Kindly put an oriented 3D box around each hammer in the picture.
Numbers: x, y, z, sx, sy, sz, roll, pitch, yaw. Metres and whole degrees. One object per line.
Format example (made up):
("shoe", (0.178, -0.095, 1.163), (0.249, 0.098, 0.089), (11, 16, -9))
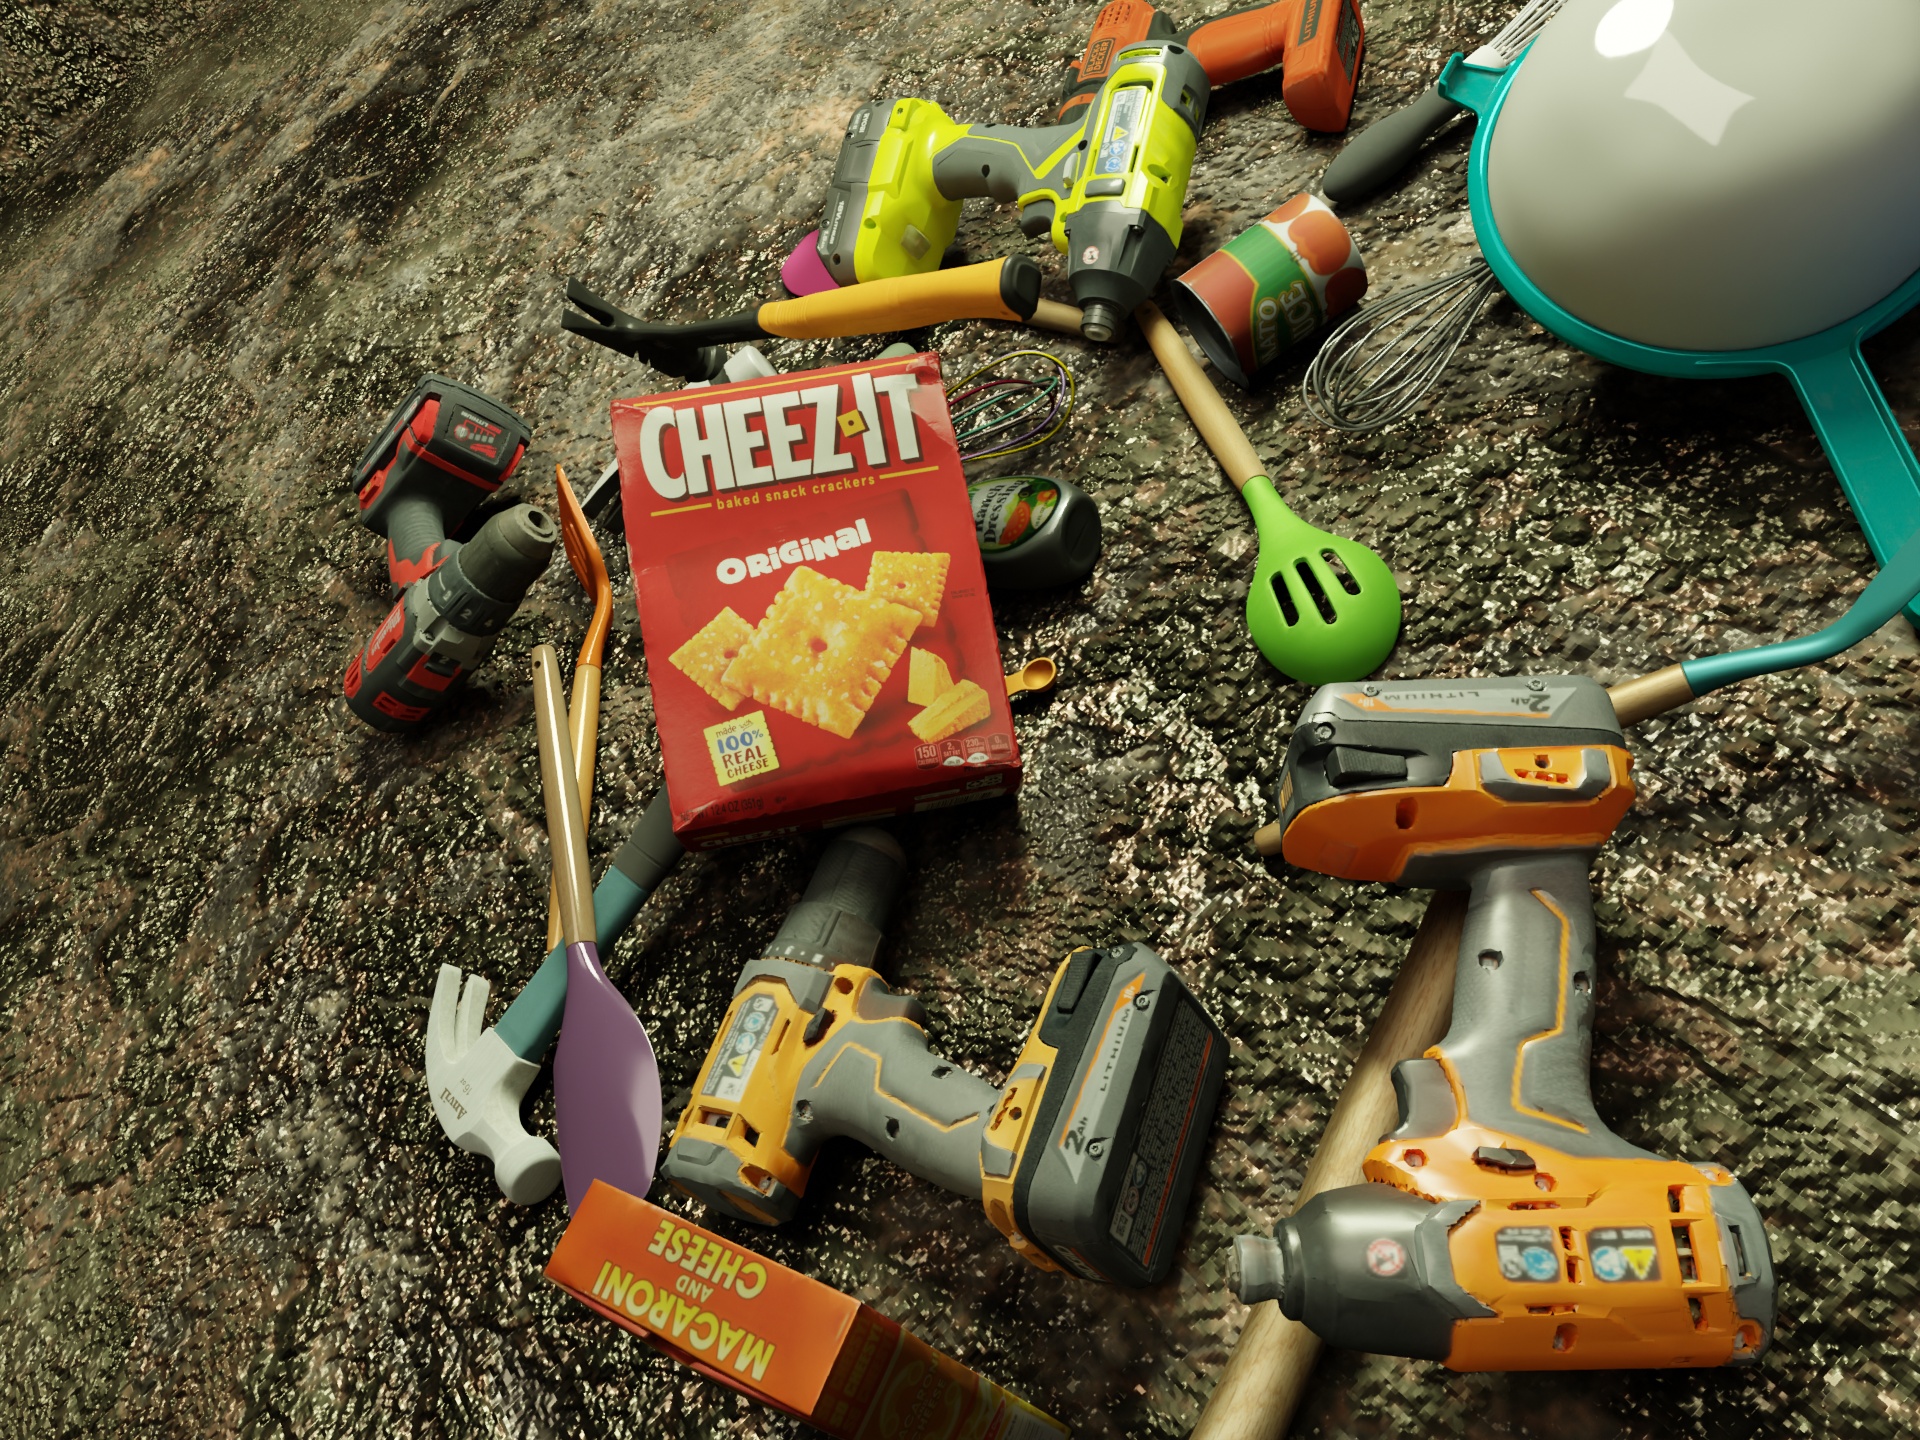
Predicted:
("hammer", (-0.157, 0.069, 0.804), (0.128, 0.033, 0.331), (30, 83, 39))
("hammer", (-0.095, -0.246, 0.956), (0.337, 0.127, 0.034), (4, 82, 41))
("hammer", (0.136, 0.181, 0.569), (0.130, 0.031, 0.331), (20, 65, 28))
("hammer", (-0.126, -0.069, 0.904), (0.146, 0.035, 0.335), (-36, 51, 14))

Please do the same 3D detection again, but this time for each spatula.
("spatula", (-0.229, -0.009, 0.932), (0.041, 0.081, 0.323), (2, 55, -8))
("spatula", (-0.187, 0.088, 0.779), (0.060, 0.018, 0.316), (-29, 55, 16))
("spatula", (0.255, -0.016, 0.624), (0.317, 0.044, 0.082), (-25, 2, 26))

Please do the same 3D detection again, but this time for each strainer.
("strainer", (0.336, -0.200, 0.642), (0.211, 0.095, 0.341), (-18, 68, 12))

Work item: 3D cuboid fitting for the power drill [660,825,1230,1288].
("power drill", (-0.006, 0.131, 0.672), (0.226, 0.084, 0.185), (0, 54, 36))

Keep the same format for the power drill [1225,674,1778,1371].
("power drill", (0.165, 0.101, 0.543), (0.164, 0.084, 0.227), (-2, 63, 1))

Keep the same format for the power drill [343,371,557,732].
("power drill", (-0.325, -0.123, 1.025), (0.188, 0.080, 0.227), (-41, 43, 28))

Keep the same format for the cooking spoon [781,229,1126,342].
("cooking spoon", (-0.013, -0.281, 1.034), (0.319, 0.017, 0.069), (27, 77, 42))

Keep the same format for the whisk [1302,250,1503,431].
("whisk", (0.267, -0.229, 0.812), (0.239, 0.055, 0.055), (-41, 46, -9))

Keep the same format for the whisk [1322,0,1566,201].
("whisk", (0.322, -0.387, 0.897), (0.284, 0.070, 0.070), (-38, 45, 7))

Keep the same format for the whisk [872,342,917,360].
("whisk", (-0.080, -0.168, 0.914), (0.059, 0.057, 0.246), (13, 36, 18))

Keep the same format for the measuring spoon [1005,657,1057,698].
("measuring spoon", (-0.001, -0.003, 0.820), (0.117, 0.011, 0.021), (-24, 47, 18))

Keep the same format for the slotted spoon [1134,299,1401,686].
("slotted spoon", (0.142, -0.135, 0.824), (0.070, 0.031, 0.314), (-28, 45, 10))

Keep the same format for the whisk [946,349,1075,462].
("whisk", (-0.043, -0.146, 0.935), (0.245, 0.047, 0.051), (-24, 35, 19))

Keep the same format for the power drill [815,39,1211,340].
("power drill", (0.029, -0.307, 0.954), (0.223, 0.080, 0.171), (8, 79, 35))
